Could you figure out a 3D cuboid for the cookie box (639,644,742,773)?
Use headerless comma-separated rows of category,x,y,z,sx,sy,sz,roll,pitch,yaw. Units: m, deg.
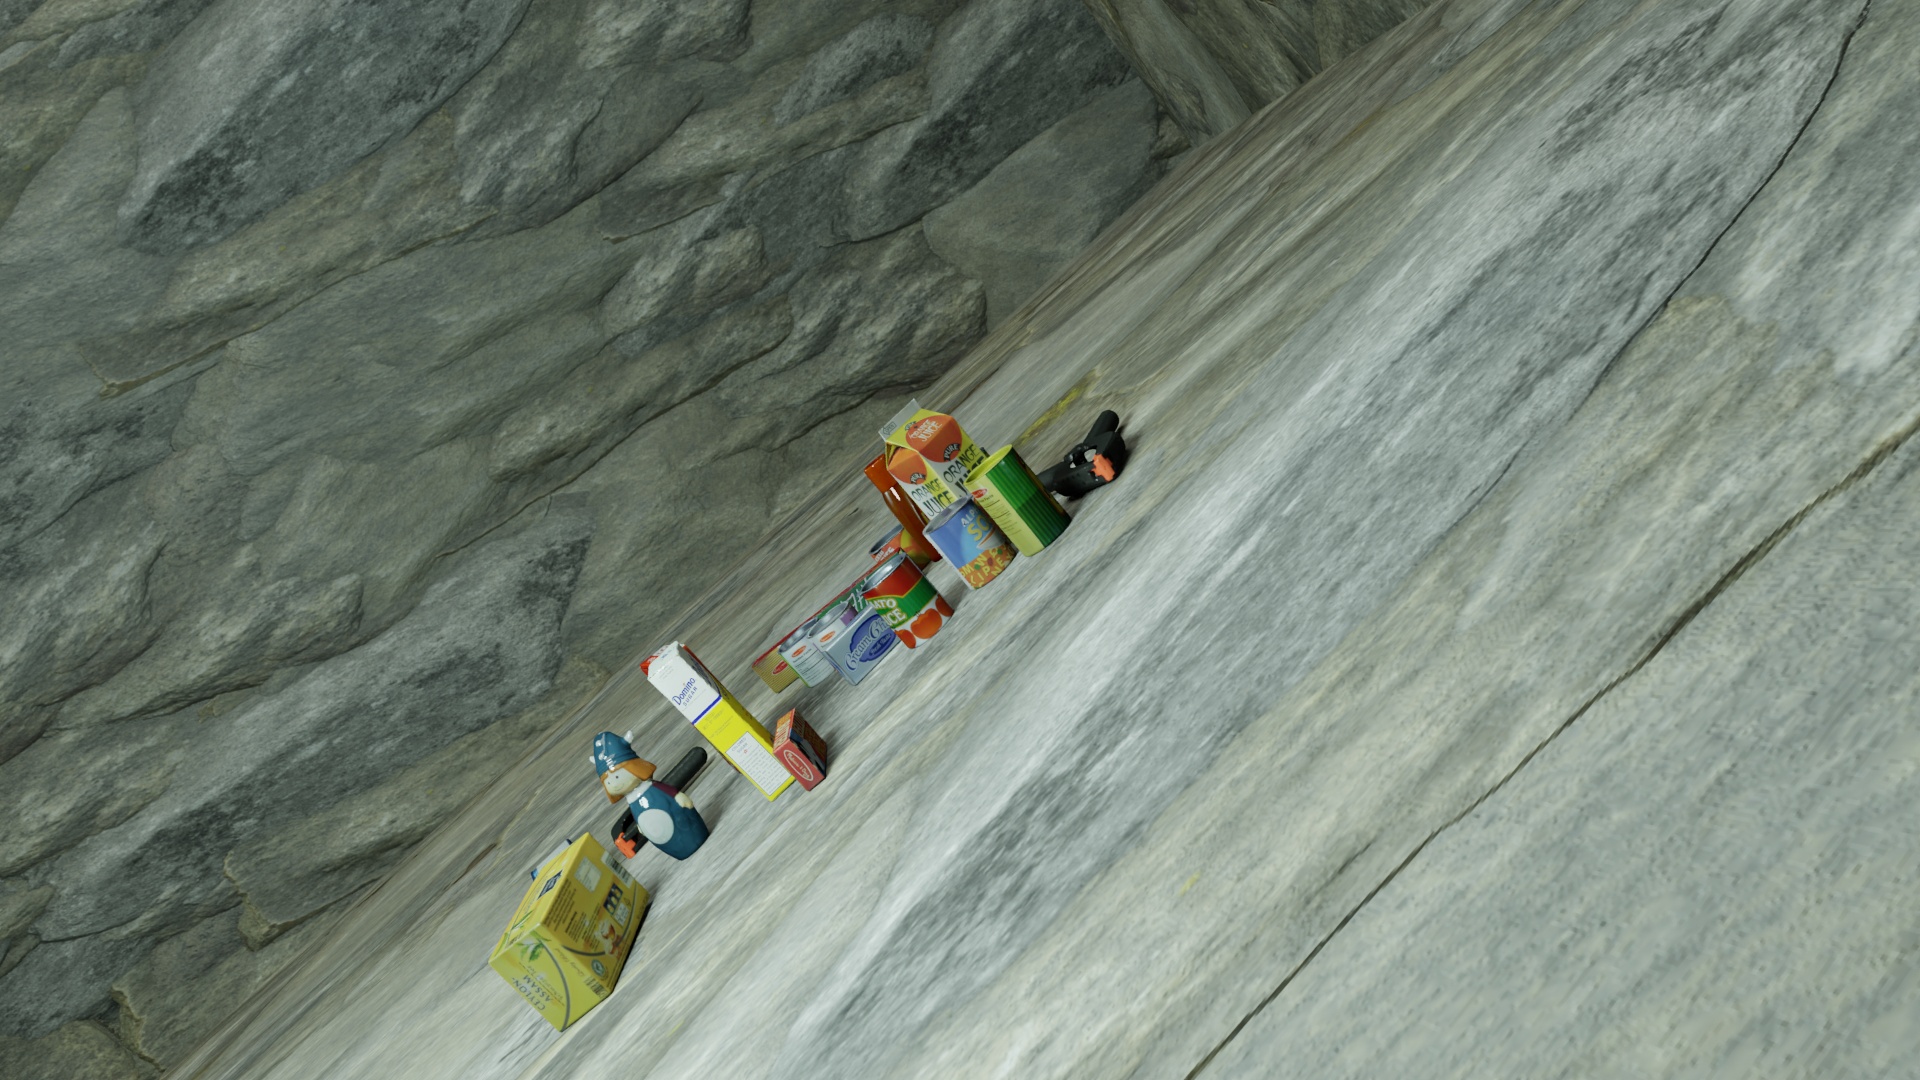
cookie box,-0.273,0.186,1.518,0.040,0.167,0.122,-45,12,-20

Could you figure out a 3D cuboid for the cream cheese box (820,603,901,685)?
cream cheese box,-0.102,0.108,1.553,0.104,0.053,0.024,-44,11,-20

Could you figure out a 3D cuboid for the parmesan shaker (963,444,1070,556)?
parmesan shaker,0.060,-0.042,1.474,0.071,0.103,0.071,-39,11,9

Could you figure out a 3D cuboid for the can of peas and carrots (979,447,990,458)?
can of peas and carrots,0.024,-0.083,1.870,0.071,0.058,0.071,-39,11,9

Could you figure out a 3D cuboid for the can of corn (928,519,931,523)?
can of corn,0.006,-0.021,1.690,0.071,0.058,0.071,-39,11,9

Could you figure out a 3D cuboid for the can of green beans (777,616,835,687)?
can of green beans,-0.180,0.136,1.691,0.071,0.058,0.071,-39,11,9

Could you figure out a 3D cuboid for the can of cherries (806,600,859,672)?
can of cherries,-0.138,0.113,1.643,0.071,0.058,0.071,-39,11,9

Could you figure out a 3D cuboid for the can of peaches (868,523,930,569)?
can of peaches,-0.078,0.018,1.815,0.071,0.058,0.071,-39,11,9

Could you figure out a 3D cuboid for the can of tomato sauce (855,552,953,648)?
can of tomato sauce,-0.059,0.066,1.498,0.071,0.083,0.071,-39,11,9

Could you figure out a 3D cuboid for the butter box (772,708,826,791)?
butter box,-0.157,0.204,1.363,0.024,0.053,0.103,-40,11,3

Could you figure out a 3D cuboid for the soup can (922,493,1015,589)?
soup can,0.012,0.001,1.517,0.071,0.083,0.071,-39,11,9

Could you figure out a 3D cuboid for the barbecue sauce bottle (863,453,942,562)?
barbecue sauce bottle,-0.063,-0.044,1.773,0.043,0.148,0.065,-35,12,27

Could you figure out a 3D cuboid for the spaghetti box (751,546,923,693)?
spaghetti box,-0.155,0.101,1.767,0.249,0.050,0.029,-38,11,10

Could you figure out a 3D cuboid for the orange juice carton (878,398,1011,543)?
orange juice carton,-0.012,-0.071,1.595,0.072,0.192,0.073,-48,13,-34
